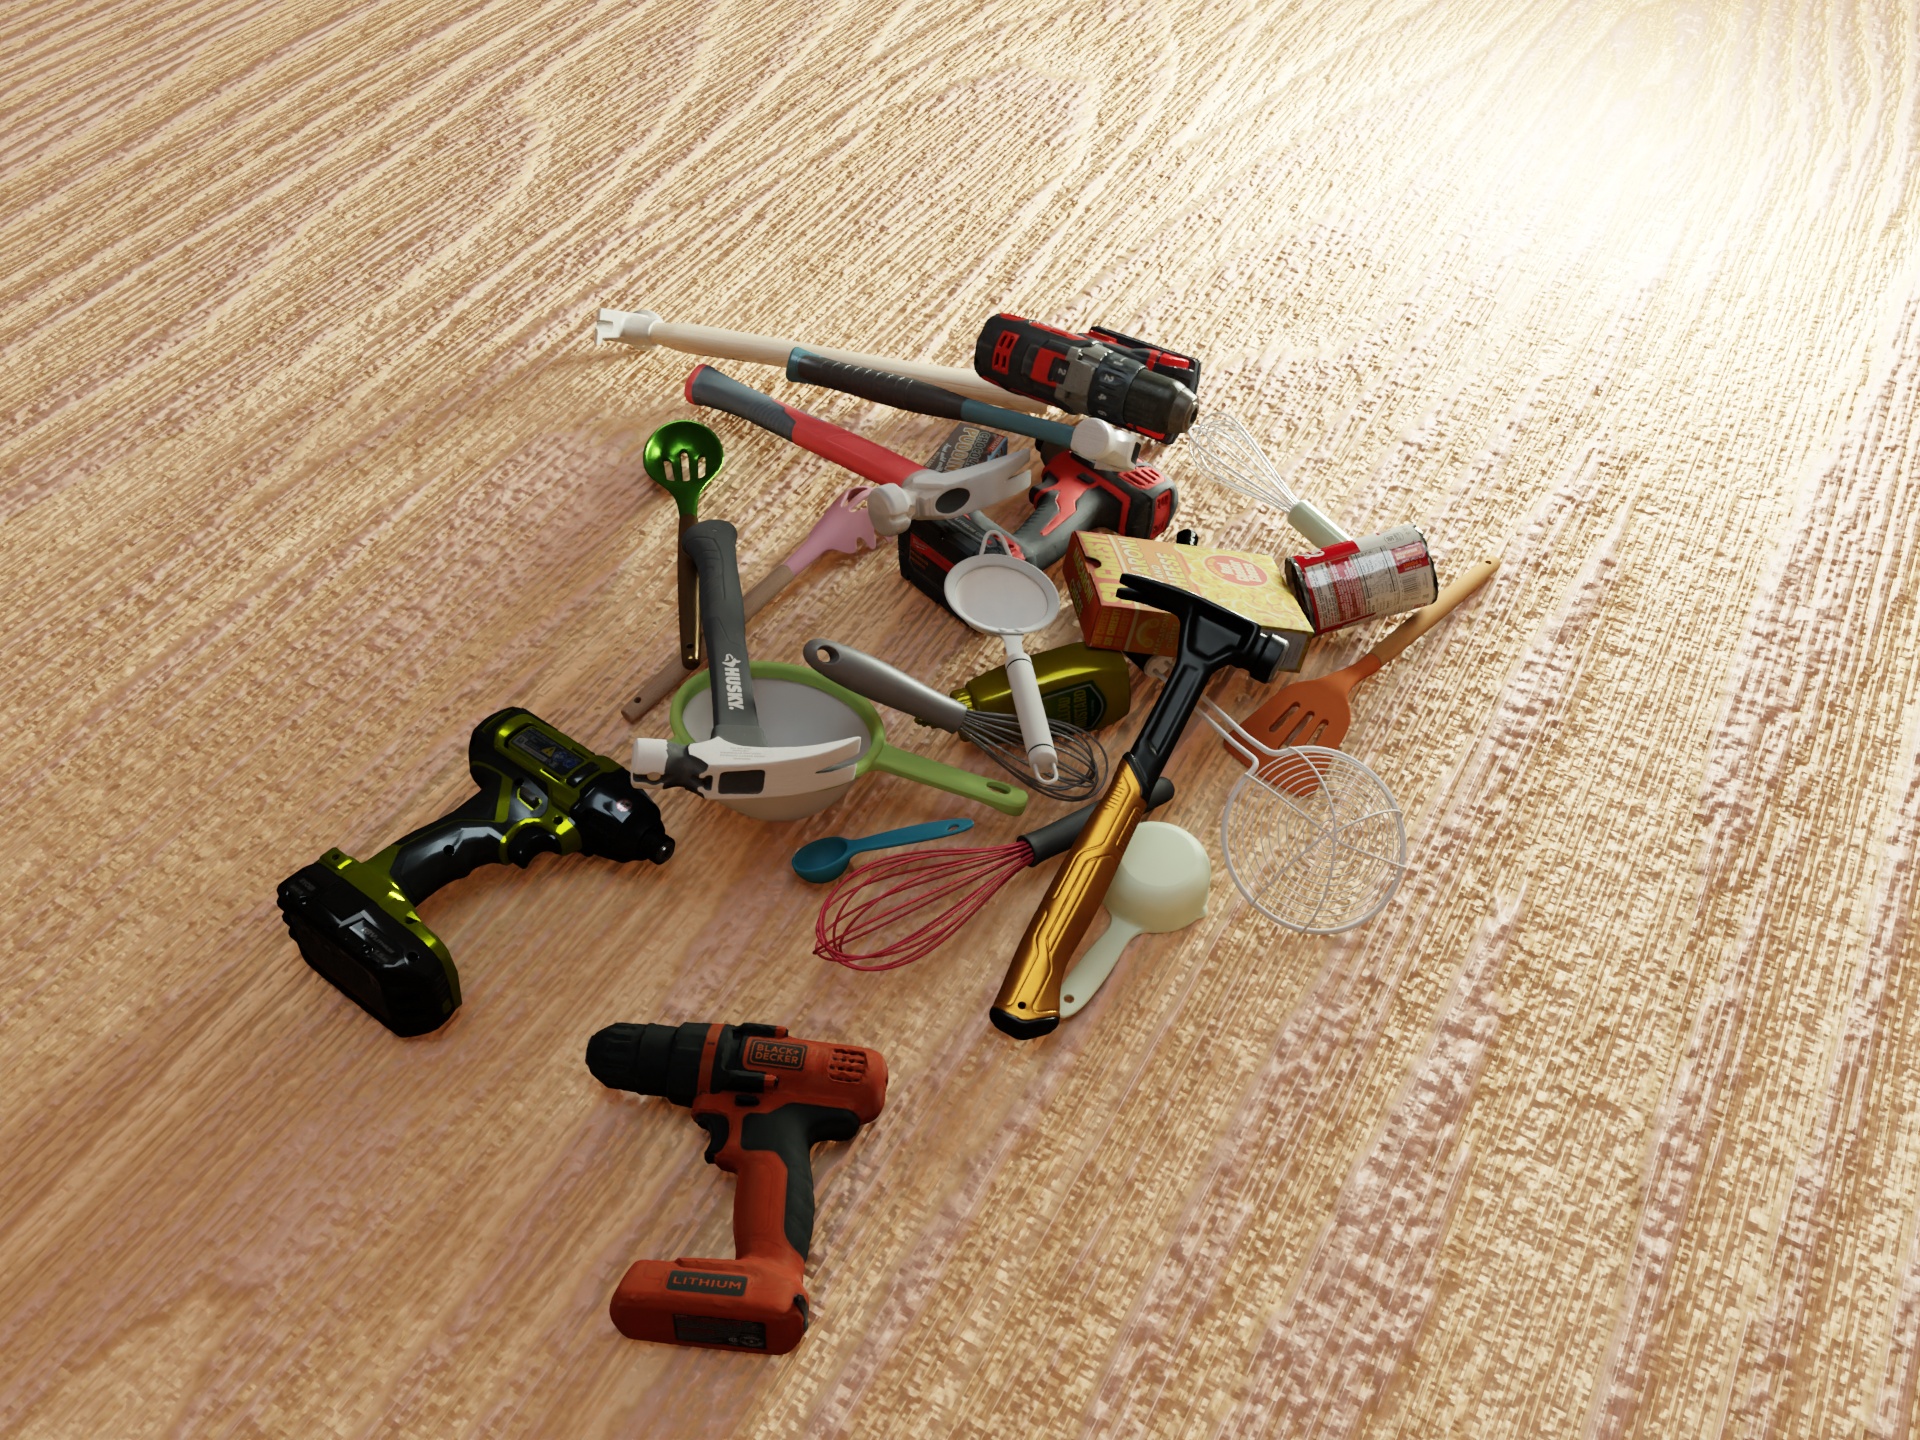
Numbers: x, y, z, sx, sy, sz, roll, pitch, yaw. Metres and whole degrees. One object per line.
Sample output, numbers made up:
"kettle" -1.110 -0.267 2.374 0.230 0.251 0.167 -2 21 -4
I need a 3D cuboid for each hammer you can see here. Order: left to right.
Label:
"hammer" -0.162 -0.055 1.137 0.146 0.035 0.335 3 34 -14
"hammer" -0.123 -0.325 1.440 0.410 0.038 0.146 10 13 3
"hammer" -0.108 -0.243 1.333 0.143 0.038 0.387 -22 35 -30
"hammer" -0.005 -0.255 1.287 0.331 0.033 0.128 20 9 25
"hammer" 0.099 0.055 1.056 0.127 0.034 0.337 26 67 8

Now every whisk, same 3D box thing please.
"whisk" -0.001 -0.004 1.113 0.238 0.055 0.055 24 45 -17
"whisk" 0.028 0.095 1.072 0.296 0.073 0.073 -22 51 -27
"whisk" 0.280 -0.181 1.344 0.059 0.057 0.247 -10 48 -44

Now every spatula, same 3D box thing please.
"spatula" 0.332 -0.050 1.238 0.081 0.041 0.322 34 51 29

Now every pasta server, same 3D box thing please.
"pasta server" -0.155 -0.098 1.272 0.060 0.040 0.316 29 57 23

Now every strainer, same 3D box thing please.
"strainer" -0.082 0.040 1.119 0.256 0.069 0.152 17 33 3
"strainer" 0.038 -0.042 1.126 0.087 0.050 0.259 1 40 -11

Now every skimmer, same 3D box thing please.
"skimmer" 0.183 0.010 1.172 0.127 0.090 0.364 -30 43 -9

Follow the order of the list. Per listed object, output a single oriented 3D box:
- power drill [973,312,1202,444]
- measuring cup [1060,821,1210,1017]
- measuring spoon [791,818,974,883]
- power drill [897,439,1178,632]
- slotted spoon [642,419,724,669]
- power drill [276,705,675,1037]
"power drill" 0.133 -0.281 1.333 0.188 0.080 0.226 24 16 20
"measuring cup" 0.108 0.129 1.053 0.083 0.038 0.168 26 50 21
"measuring spoon" -0.051 0.090 1.082 0.128 0.021 0.042 -12 25 8
"power drill" 0.059 -0.172 1.312 0.219 0.078 0.143 -31 55 -30
"slotted spoon" -0.224 -0.148 1.300 0.070 0.031 0.314 -6 44 -6
"power drill" -0.315 0.096 1.054 0.171 0.080 0.223 29 50 24
